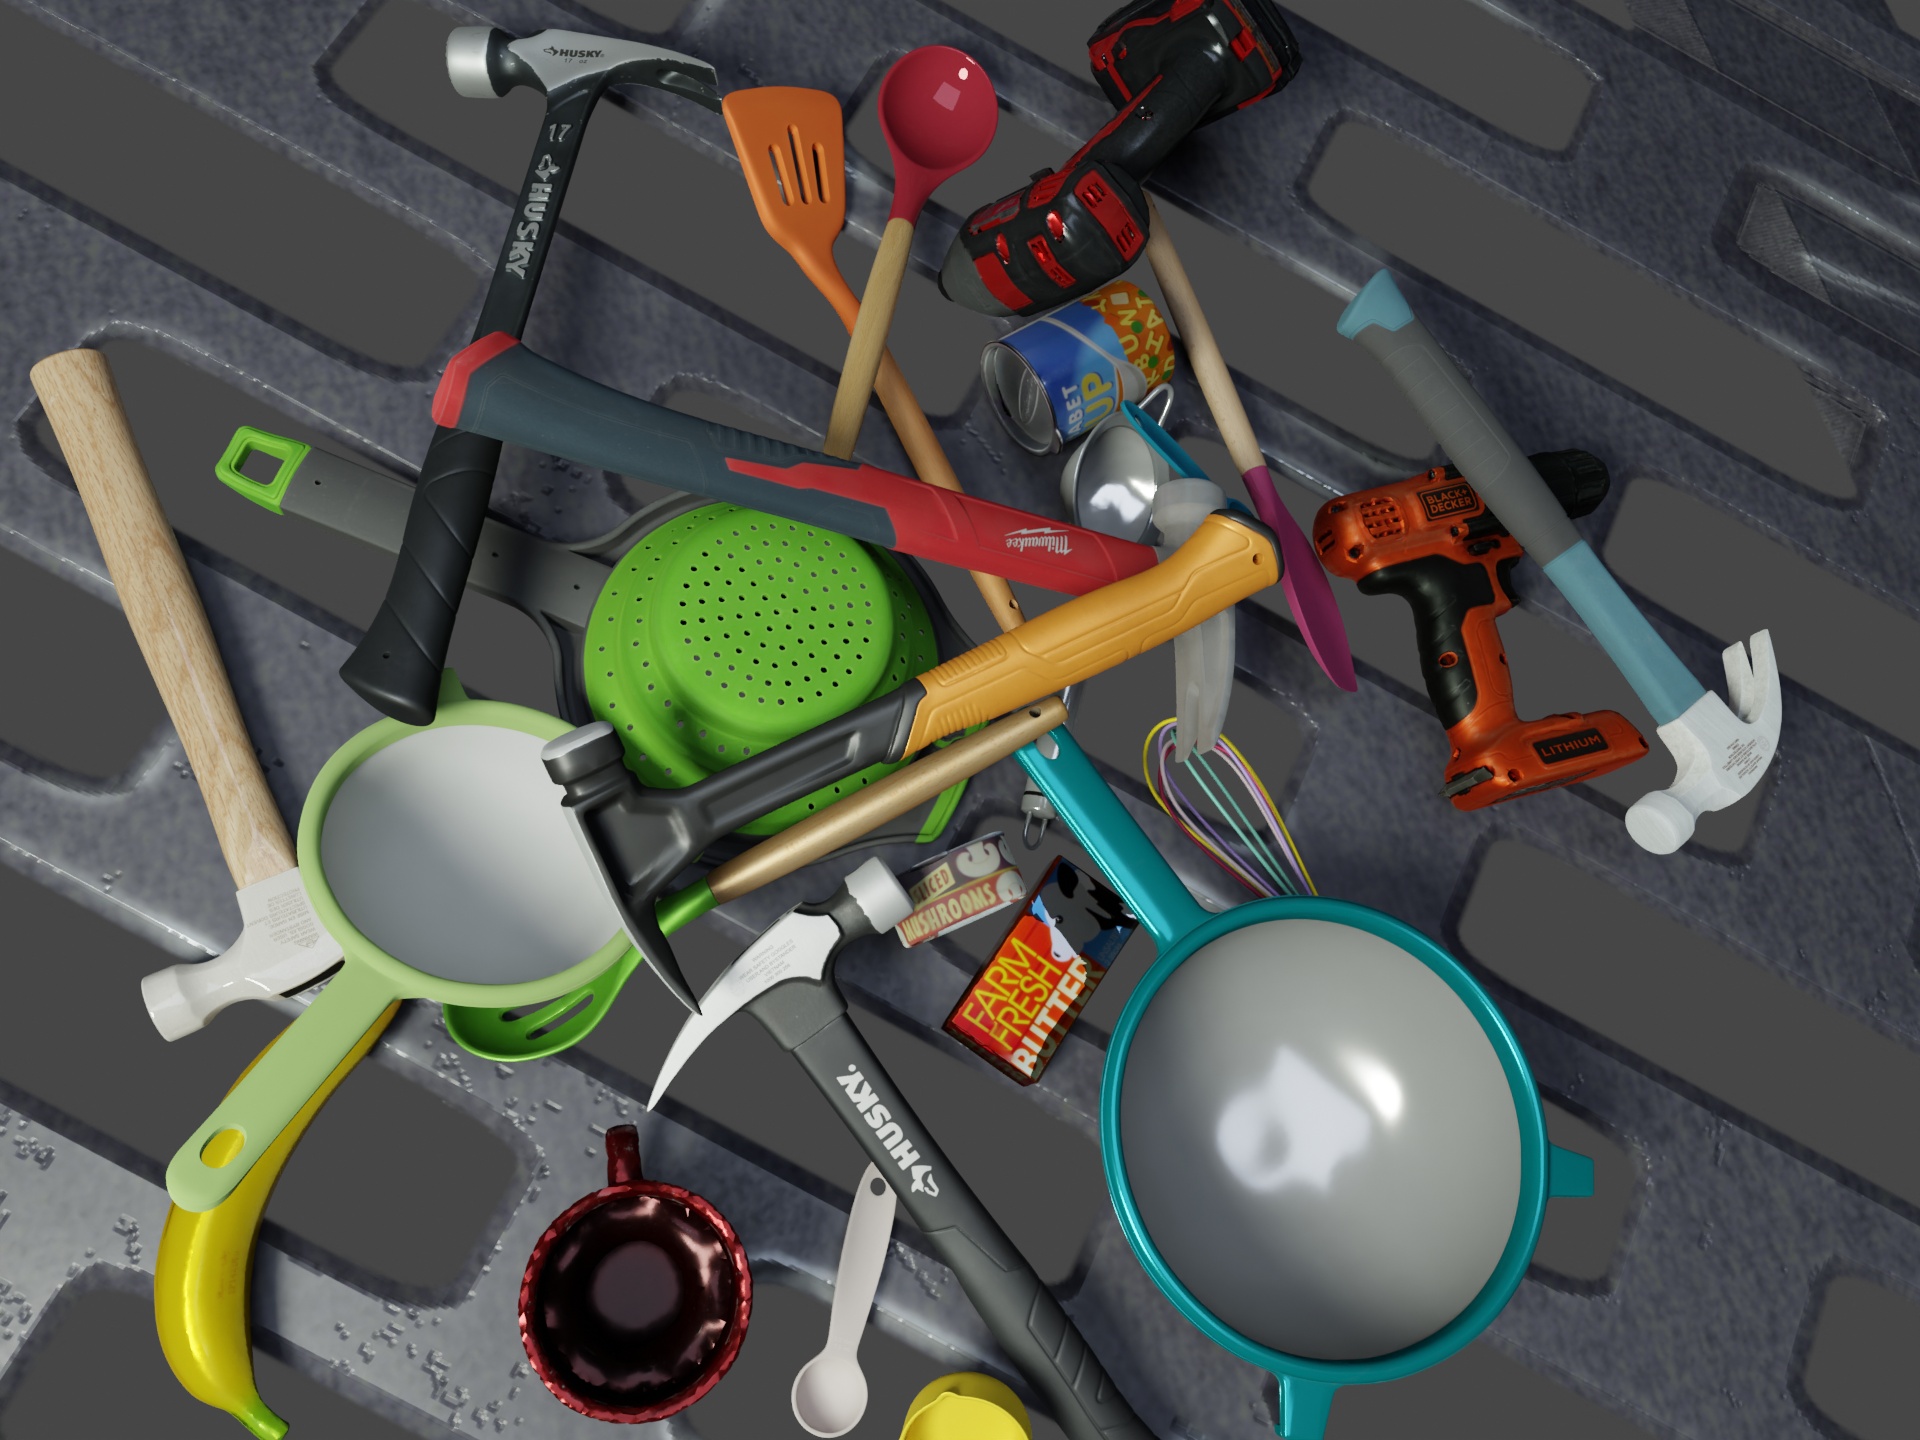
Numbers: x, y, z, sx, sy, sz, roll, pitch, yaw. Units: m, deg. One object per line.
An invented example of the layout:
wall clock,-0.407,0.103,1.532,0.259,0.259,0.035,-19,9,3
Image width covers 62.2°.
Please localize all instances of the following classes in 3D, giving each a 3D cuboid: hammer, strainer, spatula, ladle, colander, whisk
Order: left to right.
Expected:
hammer,-0.359,-0.029,0.742,0.130,0.031,0.331,-23,79,-16
strainer,-0.232,0.102,0.663,0.151,0.069,0.256,32,48,0
hammer,-0.217,-0.183,0.764,0.149,0.036,0.409,4,63,6
colander,-0.167,-0.067,0.757,0.397,0.094,0.205,22,71,-4
hammer,-0.040,-0.083,0.716,0.386,0.038,0.143,12,69,-26
spatula,-0.037,-0.191,0.848,0.081,0.041,0.323,-20,79,-41
ladle,-0.035,-0.243,0.841,0.069,0.031,0.316,18,60,-10
hammer,-0.001,-0.002,0.693,0.337,0.034,0.127,-26,104,-14
hammer,0.000,0.236,0.711,0.146,0.035,0.335,-36,91,-6
strainer,0.063,-0.057,0.829,0.086,0.050,0.258,29,70,-48
strainer,0.119,0.144,0.755,0.211,0.095,0.340,-32,78,-20
whisk,0.174,0.100,0.809,0.047,0.051,0.245,-37,87,2
hammer,0.307,-0.098,0.834,0.128,0.033,0.331,-33,83,-22

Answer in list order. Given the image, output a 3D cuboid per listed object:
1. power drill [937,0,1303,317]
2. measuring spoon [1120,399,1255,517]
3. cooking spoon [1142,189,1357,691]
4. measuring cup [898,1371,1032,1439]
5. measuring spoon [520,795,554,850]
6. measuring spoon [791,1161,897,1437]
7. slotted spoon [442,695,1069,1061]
power drill,0.077,-0.304,0.859,0.078,0.143,0.220,46,65,-24
measuring spoon,0.120,-0.122,0.844,0.128,0.021,0.042,40,37,-28
cooking spoon,0.153,-0.160,0.881,0.017,0.068,0.319,-27,73,28
measuring cup,-0.044,0.319,0.690,0.156,0.029,0.062,-14,99,10
measuring spoon,-0.189,0.054,0.764,0.021,0.011,0.117,-37,87,-16
measuring spoon,-0.050,0.261,0.728,0.034,0.018,0.124,20,64,-13
slotted spoon,-0.090,0.068,0.730,0.314,0.031,0.070,-28,59,-2
